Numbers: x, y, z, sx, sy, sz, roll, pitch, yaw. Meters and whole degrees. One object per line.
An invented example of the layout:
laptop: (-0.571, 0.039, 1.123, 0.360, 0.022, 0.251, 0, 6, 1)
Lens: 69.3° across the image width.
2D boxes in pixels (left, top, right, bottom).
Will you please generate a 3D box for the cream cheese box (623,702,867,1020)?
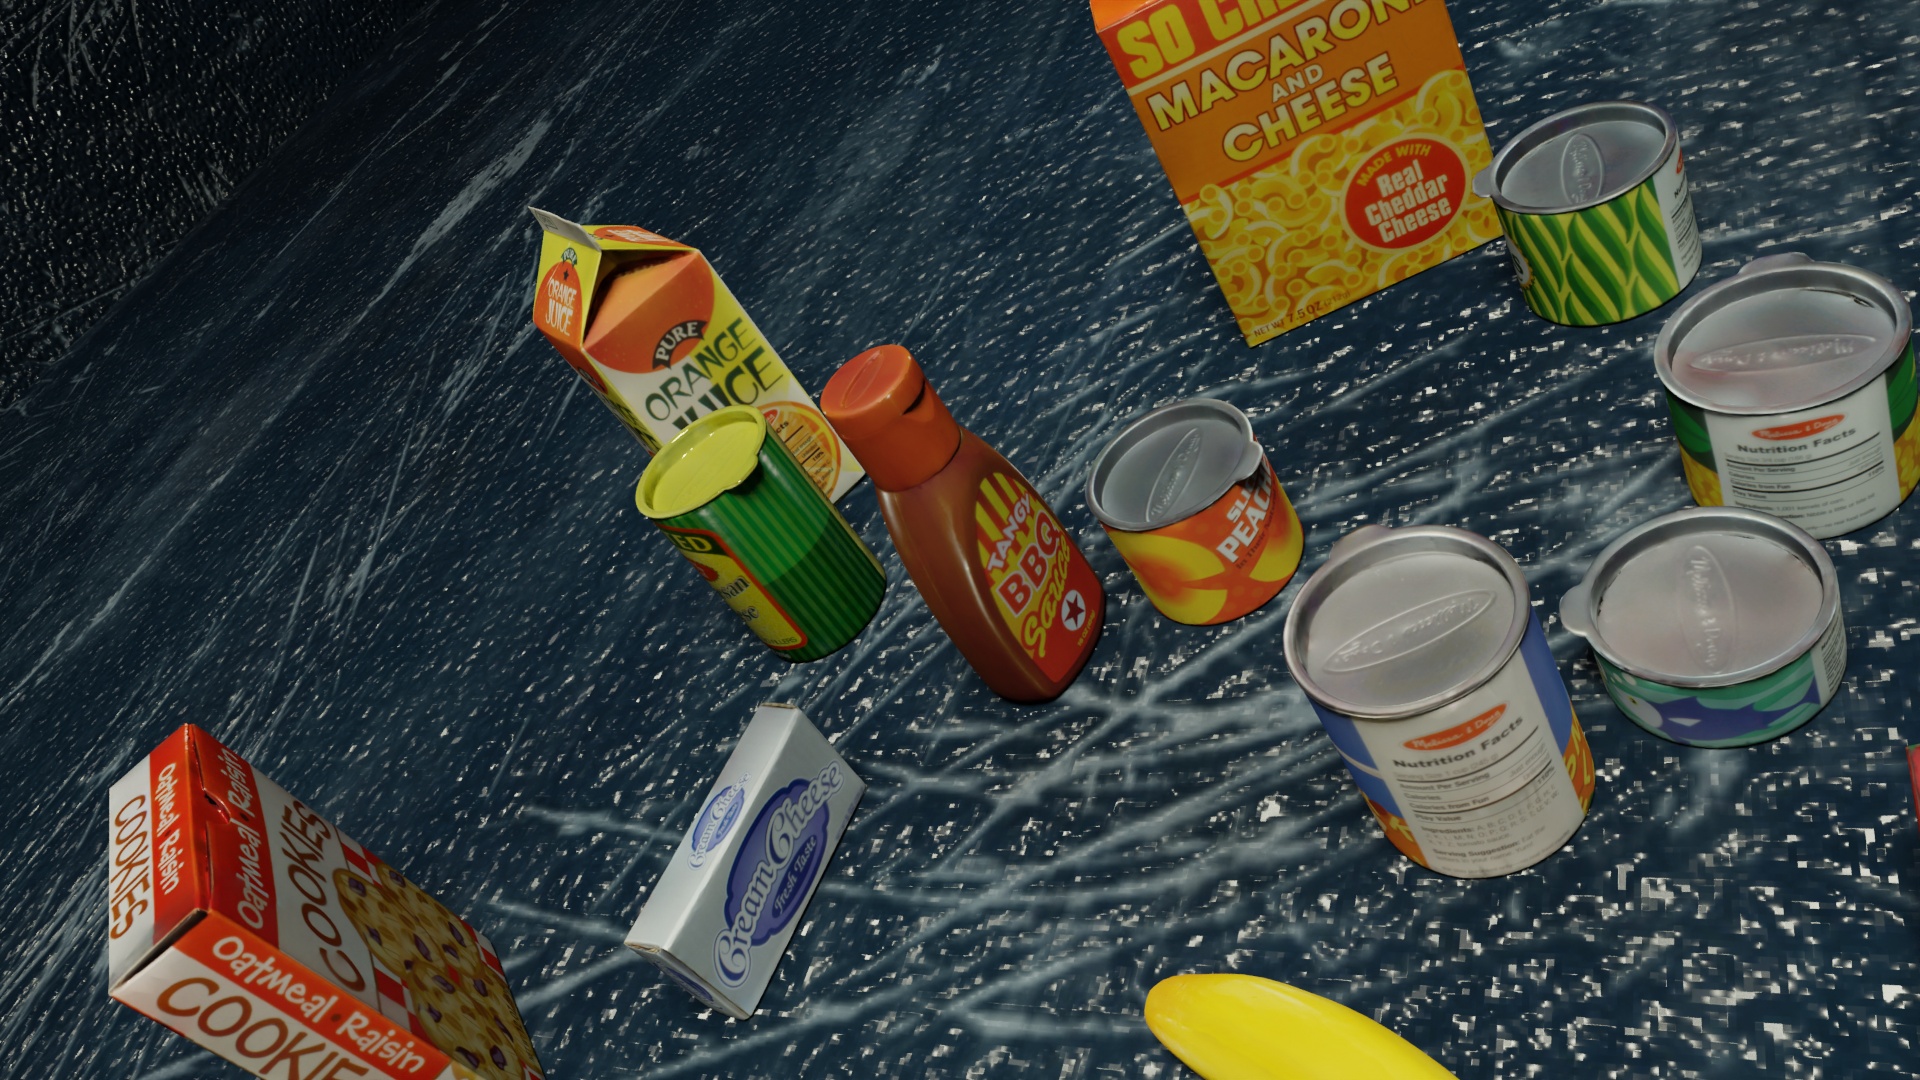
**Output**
cream cheese box: (-0.077, 0.118, 0.518, 0.024, 0.053, 0.104, -2, 47, 38)

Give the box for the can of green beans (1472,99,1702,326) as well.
can of green beans: (0.242, -0.124, 0.530, 0.071, 0.057, 0.071, -22, 38, 18)

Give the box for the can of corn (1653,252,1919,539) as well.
can of corn: (0.255, -0.044, 0.428, 0.071, 0.058, 0.071, -22, 38, 18)

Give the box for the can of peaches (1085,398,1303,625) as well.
can of peaches: (0.091, -0.010, 0.523, 0.071, 0.058, 0.071, -22, 38, 18)

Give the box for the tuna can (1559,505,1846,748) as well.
tuna can: (0.215, 0.025, 0.404, 0.071, 0.032, 0.071, -22, 38, 18)

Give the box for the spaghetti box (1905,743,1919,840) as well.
spaghetti box: (0.207, 0.150, 0.254, 0.028, 0.050, 0.251, -9, 44, 33)

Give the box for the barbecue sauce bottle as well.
barbecue sauce bottle: (0.002, -0.006, 0.514, 0.043, 0.148, 0.065, -1, 48, 39)

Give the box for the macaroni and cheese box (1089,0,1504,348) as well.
macaroni and cheese box: (0.144, -0.175, 0.574, 0.123, 0.166, 0.040, -24, 37, 16)

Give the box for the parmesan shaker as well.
parmesan shaker: (-0.085, 0.000, 0.616, 0.071, 0.102, 0.072, -22, 38, 19)

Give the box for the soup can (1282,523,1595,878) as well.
soup can: (0.138, 0.045, 0.400, 0.071, 0.083, 0.072, -22, 38, 18)

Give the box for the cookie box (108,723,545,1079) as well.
cookie box: (-0.225, 0.152, 0.503, 0.040, 0.167, 0.123, -43, 36, -9)

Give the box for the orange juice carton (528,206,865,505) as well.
orange juice carton: (-0.136, -0.083, 0.674, 0.073, 0.192, 0.072, -45, 36, -12)
